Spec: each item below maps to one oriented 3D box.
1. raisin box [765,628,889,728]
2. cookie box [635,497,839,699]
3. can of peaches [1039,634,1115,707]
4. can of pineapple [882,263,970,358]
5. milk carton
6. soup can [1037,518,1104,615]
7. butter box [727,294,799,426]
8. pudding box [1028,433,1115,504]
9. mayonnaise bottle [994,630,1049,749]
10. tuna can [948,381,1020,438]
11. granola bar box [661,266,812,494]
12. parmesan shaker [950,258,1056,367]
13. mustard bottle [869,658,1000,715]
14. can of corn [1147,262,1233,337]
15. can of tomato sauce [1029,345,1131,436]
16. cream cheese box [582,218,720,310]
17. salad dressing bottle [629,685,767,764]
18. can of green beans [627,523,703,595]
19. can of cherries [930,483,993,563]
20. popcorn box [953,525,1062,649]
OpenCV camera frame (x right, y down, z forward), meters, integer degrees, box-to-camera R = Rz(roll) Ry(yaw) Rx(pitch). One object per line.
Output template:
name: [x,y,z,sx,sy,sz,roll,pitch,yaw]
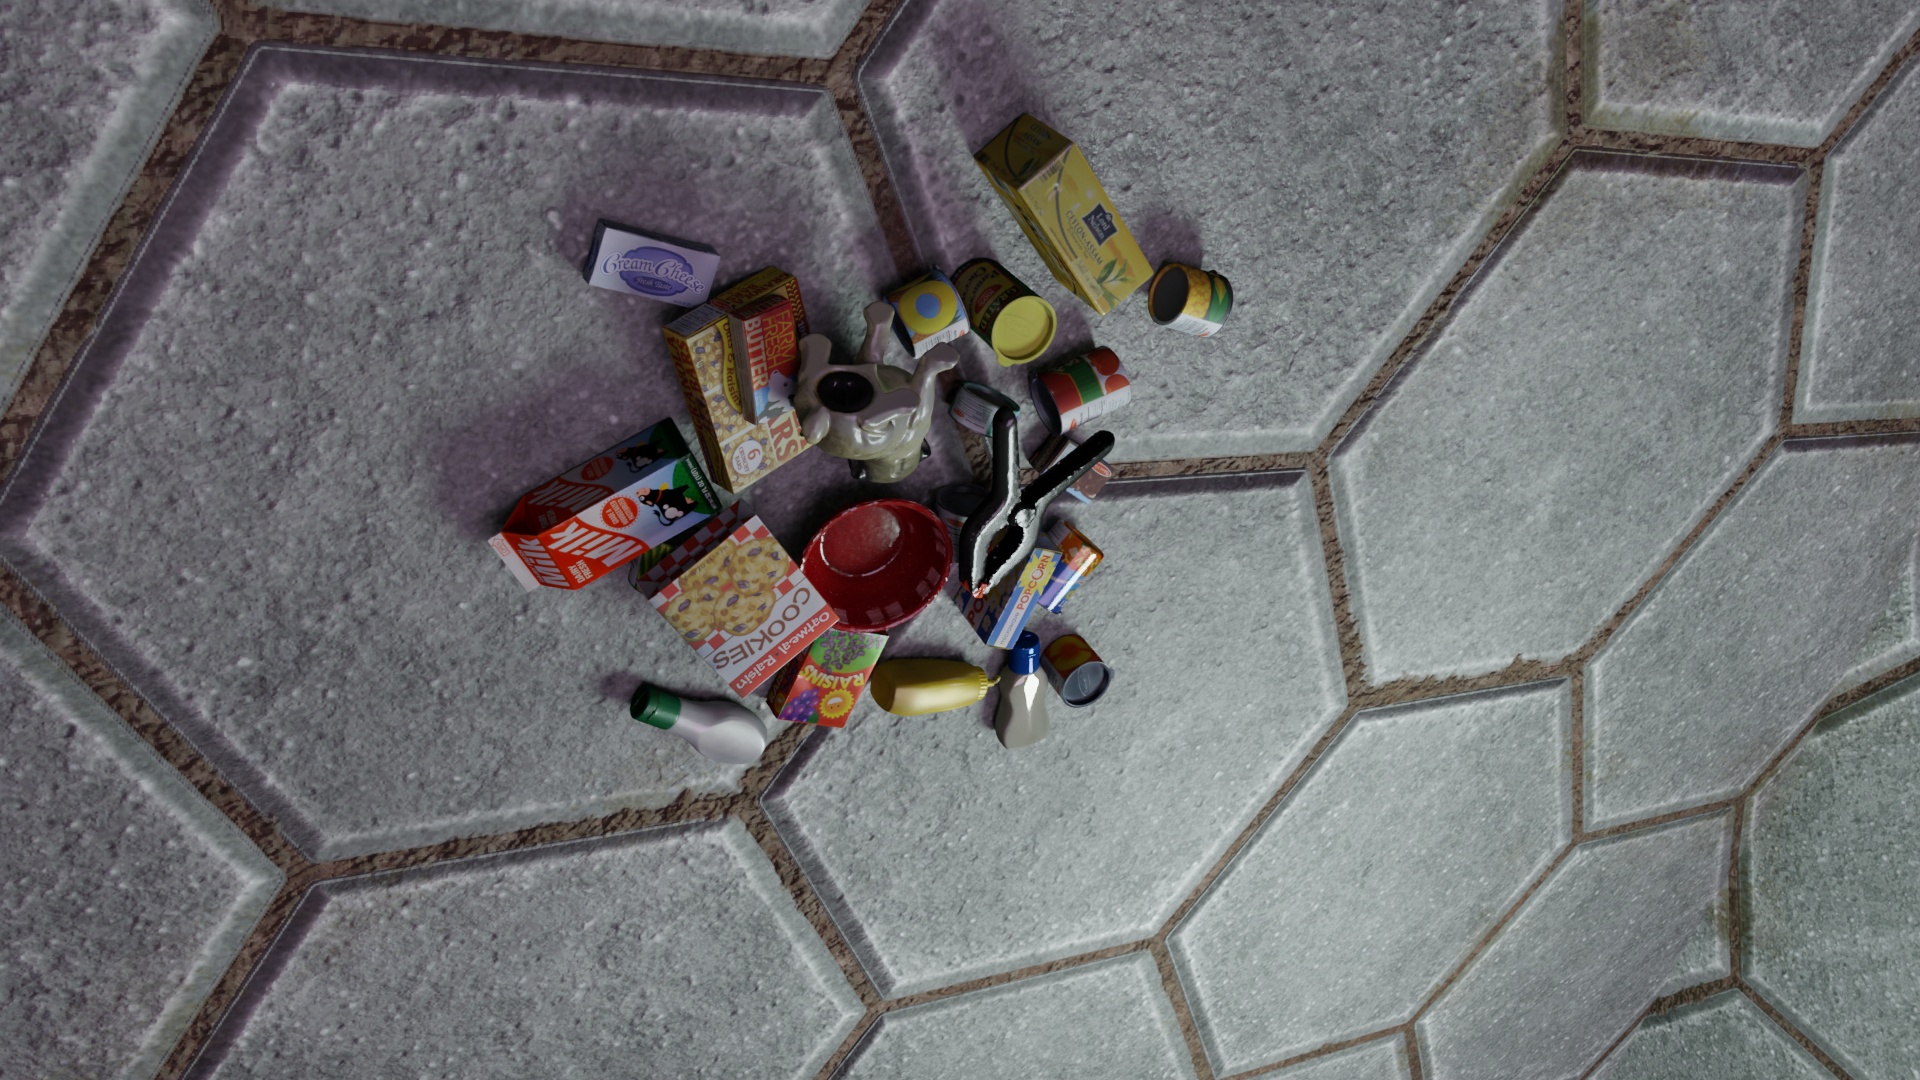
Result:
raisin box: [-0.142,0.135,1.472,0.086,0.040,0.123,13,112,-35]
cookie box: [-0.205,0.057,1.303,0.123,0.040,0.166,-40,134,-7]
can of peaches: [0.136,0.151,1.623,0.071,0.058,0.071,-14,126,-21]
can of pineapple: [-0.033,-0.211,1.285,0.058,0.071,0.070,-29,130,-9]
milk carton: [-0.320,-0.024,1.244,0.191,0.074,0.072,-30,130,-8]
soup can: [0.109,0.030,1.520,0.071,0.071,0.083,32,102,-39]
butter box: [-0.167,-0.155,1.197,0.053,0.024,0.103,-30,131,-35]
pudding box: [0.119,-0.078,1.480,0.083,0.030,0.049,29,103,-39]
mayonnaise bottle: [0.073,0.173,1.615,0.065,0.041,0.147,-15,125,-21]
tuna can: [0.025,-0.129,1.372,0.071,0.071,0.032,11,113,-34]
granola bar box: [-0.184,-0.141,1.238,0.125,0.039,0.164,-37,135,-30]
parmesan shaker: [0.035,-0.213,1.295,0.071,0.103,0.071,-14,126,-20]
mustard bottle: [-0.020,0.161,1.541,0.160,0.065,0.048,2,116,-34]
can of corn: [0.233,-0.246,1.409,0.058,0.071,0.071,8,116,-32]
can of tomato sauce: [0.121,-0.154,1.408,0.083,0.071,0.070,-25,129,-13]
cream cheese box: [-0.260,-0.232,1.172,0.104,0.024,0.053,8,115,-33]
salad dressing bottle: [-0.269,0.188,1.434,0.147,0.044,0.064,28,106,-38]
can of green beans: [-0.273,0.016,1.302,0.071,0.071,0.057,4,118,-31]
can of cherries: [0.005,-0.018,1.435,0.072,0.072,0.058,-7,124,-25]
popcorn box: [0.049,0.041,1.484,0.038,0.085,0.126,13,114,-34]
